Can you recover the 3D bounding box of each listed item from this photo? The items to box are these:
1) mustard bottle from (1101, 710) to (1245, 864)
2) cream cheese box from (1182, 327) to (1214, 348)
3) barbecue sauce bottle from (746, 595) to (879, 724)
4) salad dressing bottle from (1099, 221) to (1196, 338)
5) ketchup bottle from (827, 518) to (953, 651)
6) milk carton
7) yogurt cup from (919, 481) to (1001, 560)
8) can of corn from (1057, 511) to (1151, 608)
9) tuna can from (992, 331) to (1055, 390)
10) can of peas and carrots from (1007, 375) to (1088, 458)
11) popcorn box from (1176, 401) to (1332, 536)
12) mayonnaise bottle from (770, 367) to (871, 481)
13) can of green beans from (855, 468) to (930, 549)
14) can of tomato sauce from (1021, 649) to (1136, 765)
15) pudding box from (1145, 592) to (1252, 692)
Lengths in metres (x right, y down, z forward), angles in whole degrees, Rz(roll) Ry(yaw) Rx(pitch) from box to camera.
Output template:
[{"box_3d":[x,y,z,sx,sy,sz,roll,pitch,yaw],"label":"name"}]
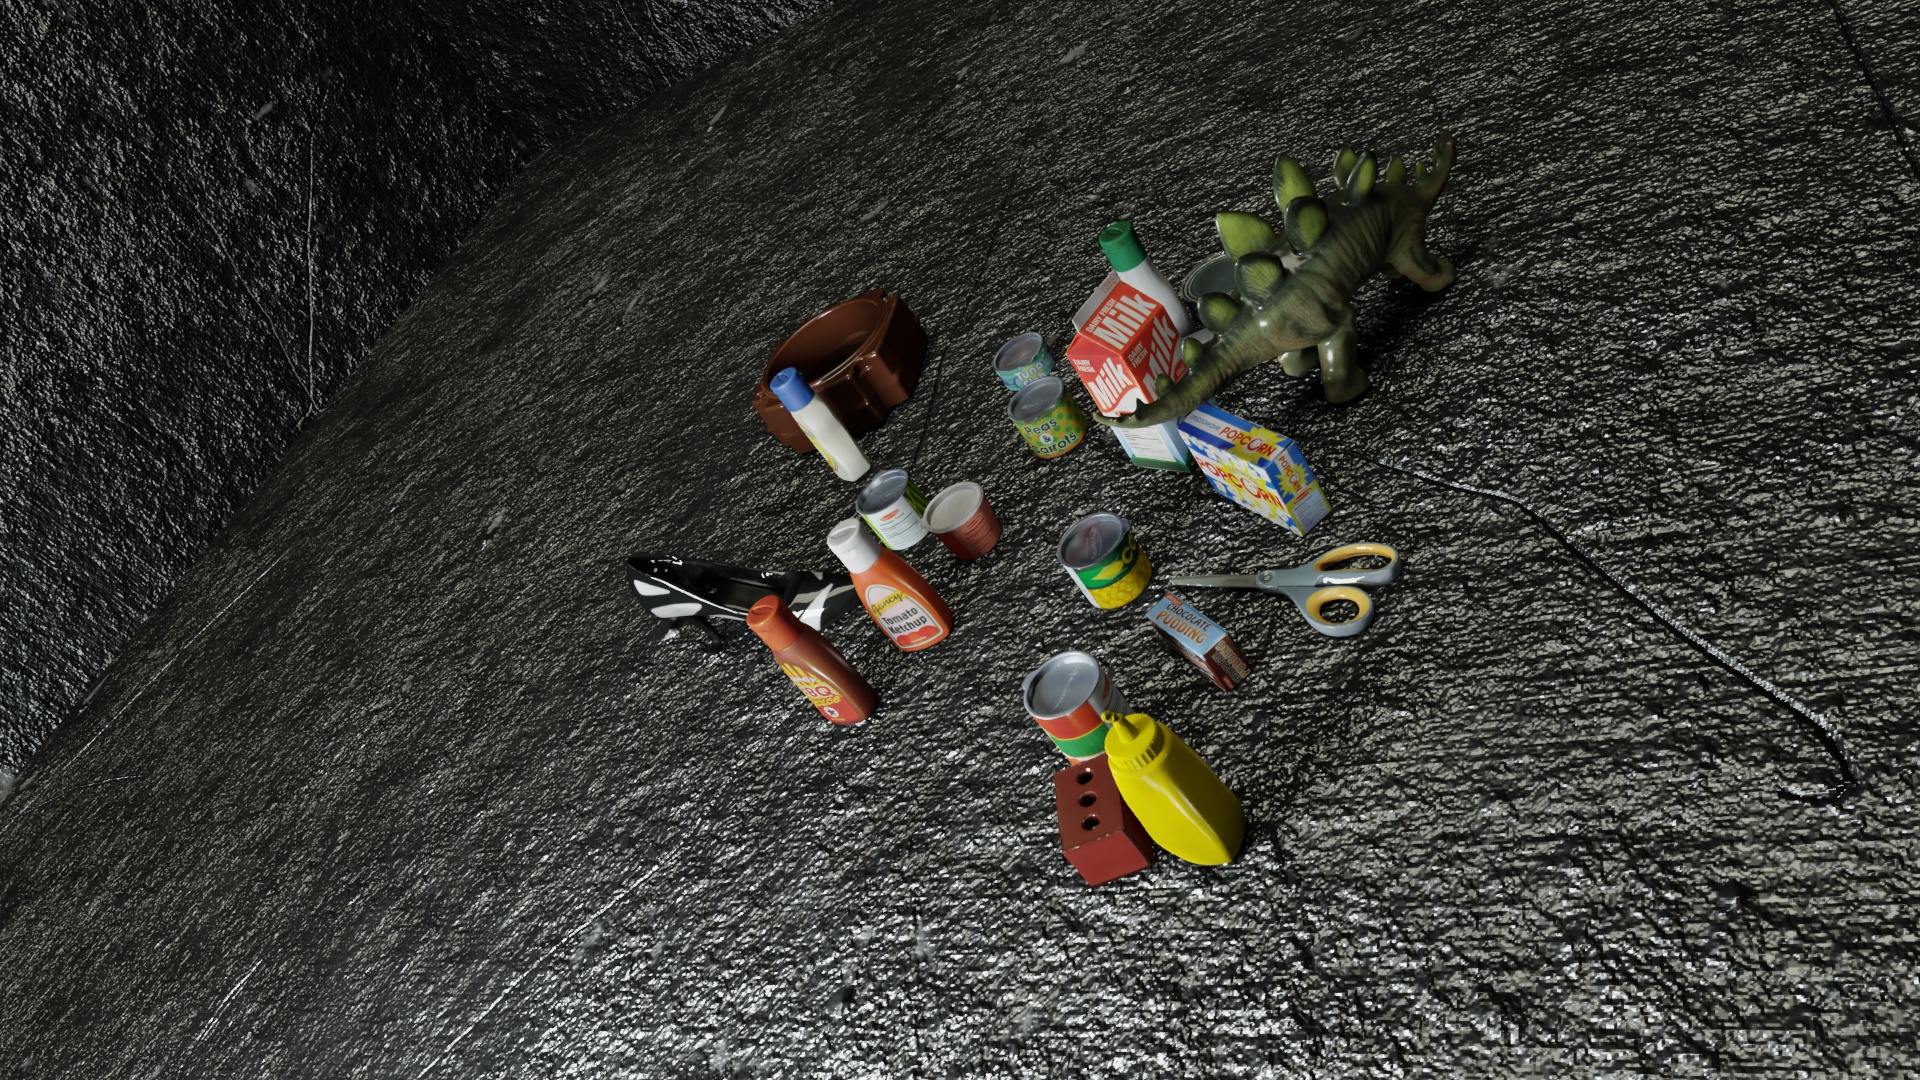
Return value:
[{"box_3d":[0.139,0.162,0.950,0.065,0.159,0.049,-3,46,41],"label":"mustard bottle"},{"box_3d":[0.218,-0.170,1.378,0.103,0.053,0.024,-22,36,22],"label":"cream cheese box"},{"box_3d":[-0.139,0.110,1.280,0.065,0.148,0.044,-3,46,41],"label":"barbecue sauce bottle"},{"box_3d":[0.191,-0.259,1.426,0.044,0.147,0.064,-42,33,-6],"label":"salad dressing bottle"},{"box_3d":[-0.069,0.041,1.300,0.064,0.148,0.044,-21,36,23],"label":"ketchup bottle"},{"box_3d":[0.165,-0.156,1.285,0.073,0.190,0.072,11,57,49],"label":"milk carton"},{"box_3d":[0.005,-0.017,1.389,0.072,0.053,0.073,-24,35,19],"label":"yogurt cup"},{"box_3d":[0.130,0.017,1.227,0.071,0.058,0.071,-24,35,19],"label":"can of corn"},{"box_3d":[0.073,-0.201,1.568,0.071,0.032,0.071,-24,35,19],"label":"tuna can"},{"box_3d":[0.091,-0.126,1.437,0.071,0.058,0.071,-24,35,19],"label":"can of peas and carrots"},{"box_3d":[0.250,-0.063,1.190,0.038,0.085,0.127,-42,34,-7],"label":"popcorn box"},{"box_3d":[-0.162,-0.134,1.599,0.041,0.147,0.065,-43,34,-8],"label":"mayonnaise bottle"},{"box_3d":[-0.068,-0.033,1.470,0.071,0.057,0.071,-24,35,19],"label":"can of green beans"},{"box_3d":[0.096,0.137,1.090,0.071,0.083,0.071,-24,35,19],"label":"can of tomato sauce"},{"box_3d":[0.189,0.080,1.105,0.030,0.049,0.084,-41,33,-6],"label":"pudding box"}]
